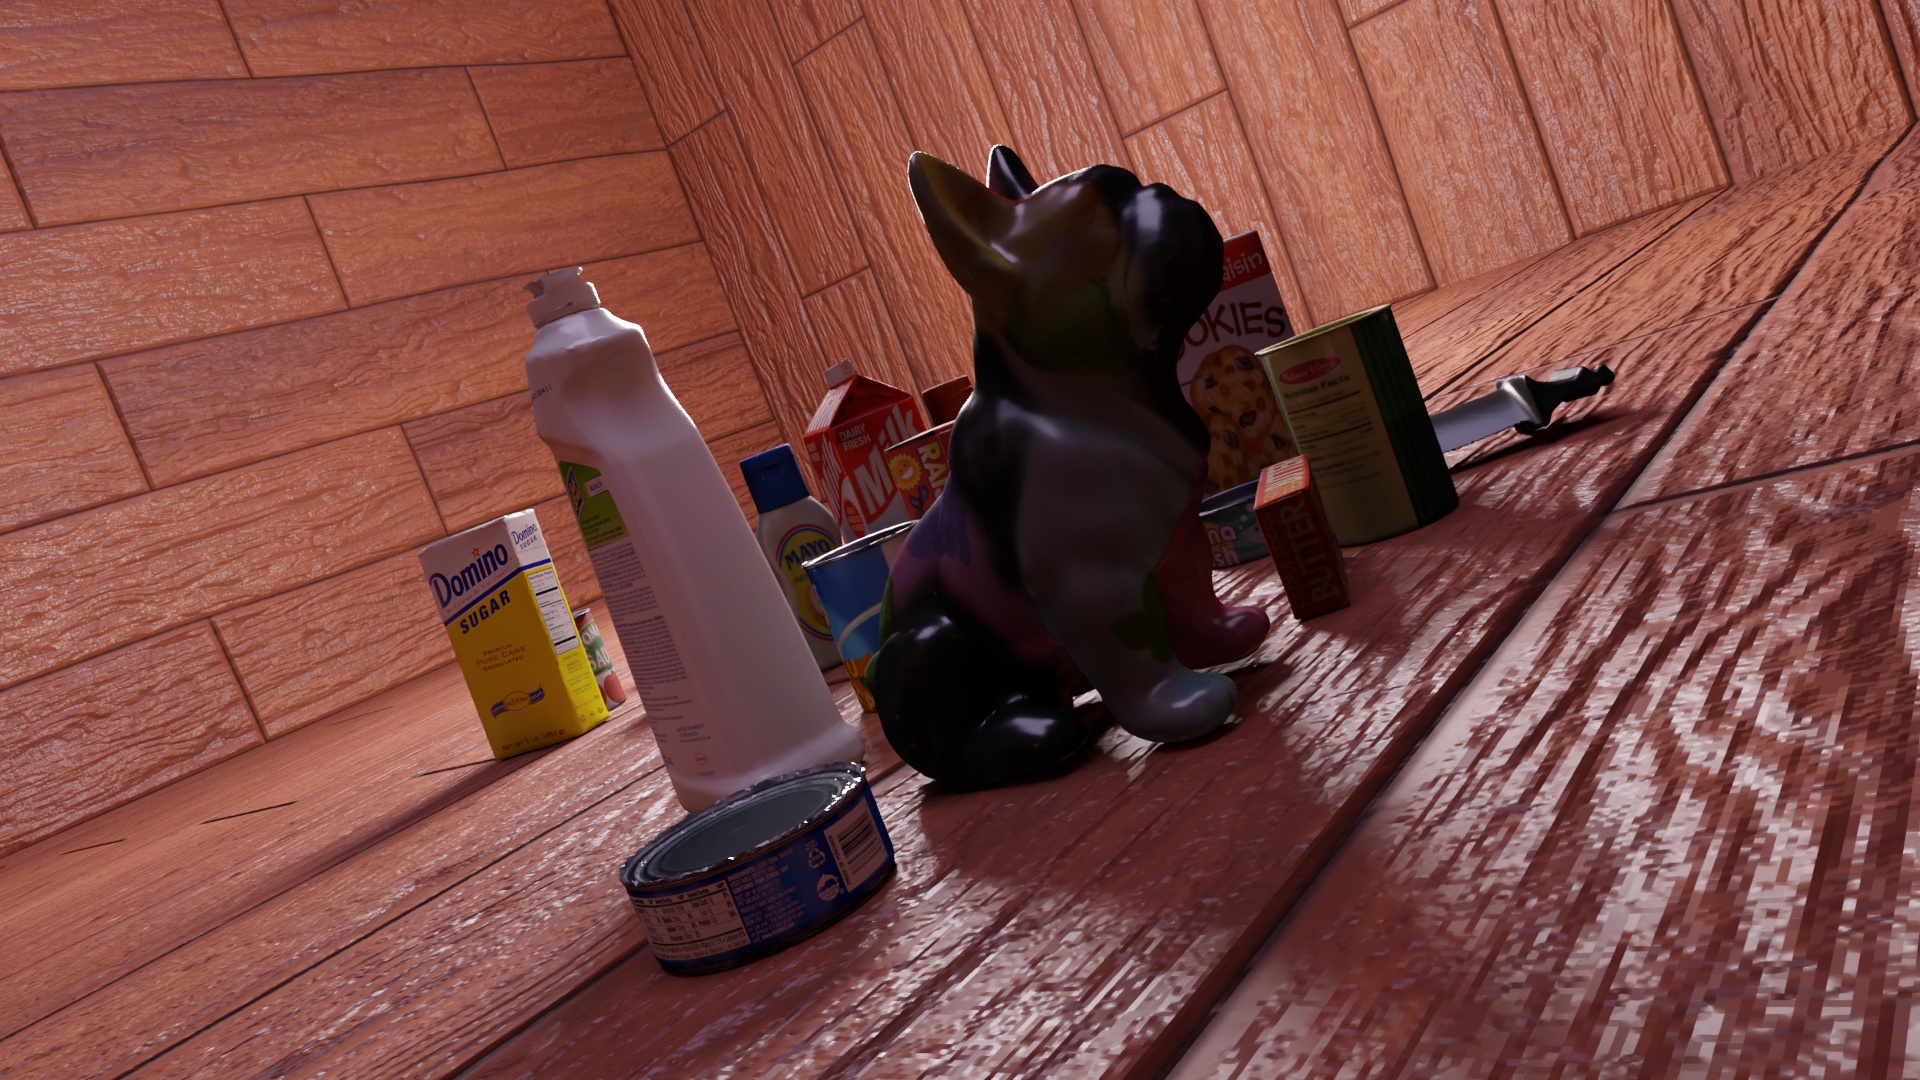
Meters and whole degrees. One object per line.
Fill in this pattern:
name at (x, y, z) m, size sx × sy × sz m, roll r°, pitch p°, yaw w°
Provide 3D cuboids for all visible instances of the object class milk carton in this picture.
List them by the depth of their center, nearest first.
milk carton at (-0.058, -0.042, 1.039) m, size 0.074 × 0.190 × 0.072 m, roll -23°, pitch 5°, yaw -21°

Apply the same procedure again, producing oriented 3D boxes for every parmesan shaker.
parmesan shaker at (0.194, -0.055, 0.682) m, size 0.071 × 0.103 × 0.071 m, roll -21°, pitch 5°, yaw 2°

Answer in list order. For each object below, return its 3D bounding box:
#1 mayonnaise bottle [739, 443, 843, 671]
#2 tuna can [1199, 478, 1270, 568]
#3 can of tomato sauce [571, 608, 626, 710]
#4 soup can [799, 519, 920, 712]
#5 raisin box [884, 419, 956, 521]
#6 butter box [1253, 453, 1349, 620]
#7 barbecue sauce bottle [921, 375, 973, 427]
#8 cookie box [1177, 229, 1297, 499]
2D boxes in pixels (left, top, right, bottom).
mayonnaise bottle at (-0.103, 0.011, 0.921) m, size 0.065 × 0.148 × 0.041 m, roll -23°, pitch 5°, yaw -13°
tuna can at (0.156, -0.010, 0.753) m, size 0.071 × 0.033 × 0.071 m, roll -21°, pitch 6°, yaw 2°
can of tomato sauce at (-0.320, 0.106, 1.147) m, size 0.071 × 0.083 × 0.071 m, roll -21°, pitch 5°, yaw 2°
soup can at (-0.039, 0.040, 0.731) m, size 0.071 × 0.083 × 0.071 m, roll -21°, pitch 5°, yaw 2°
raisin box at (0.003, -0.011, 0.857) m, size 0.040 × 0.123 × 0.086 m, roll -20°, pitch 6°, yaw 19°
butter box at (0.149, -0.004, 0.608) m, size 0.024 × 0.053 × 0.104 m, roll -20°, pitch 6°, yaw 17°
barbecue sauce bottle at (0.015, -0.045, 1.011) m, size 0.043 × 0.148 × 0.065 m, roll -17°, pitch 7°, yaw 42°
cookie box at (0.153, -0.093, 0.855) m, size 0.123 × 0.167 × 0.040 m, roll -24°, pitch 6°, yaw -24°
